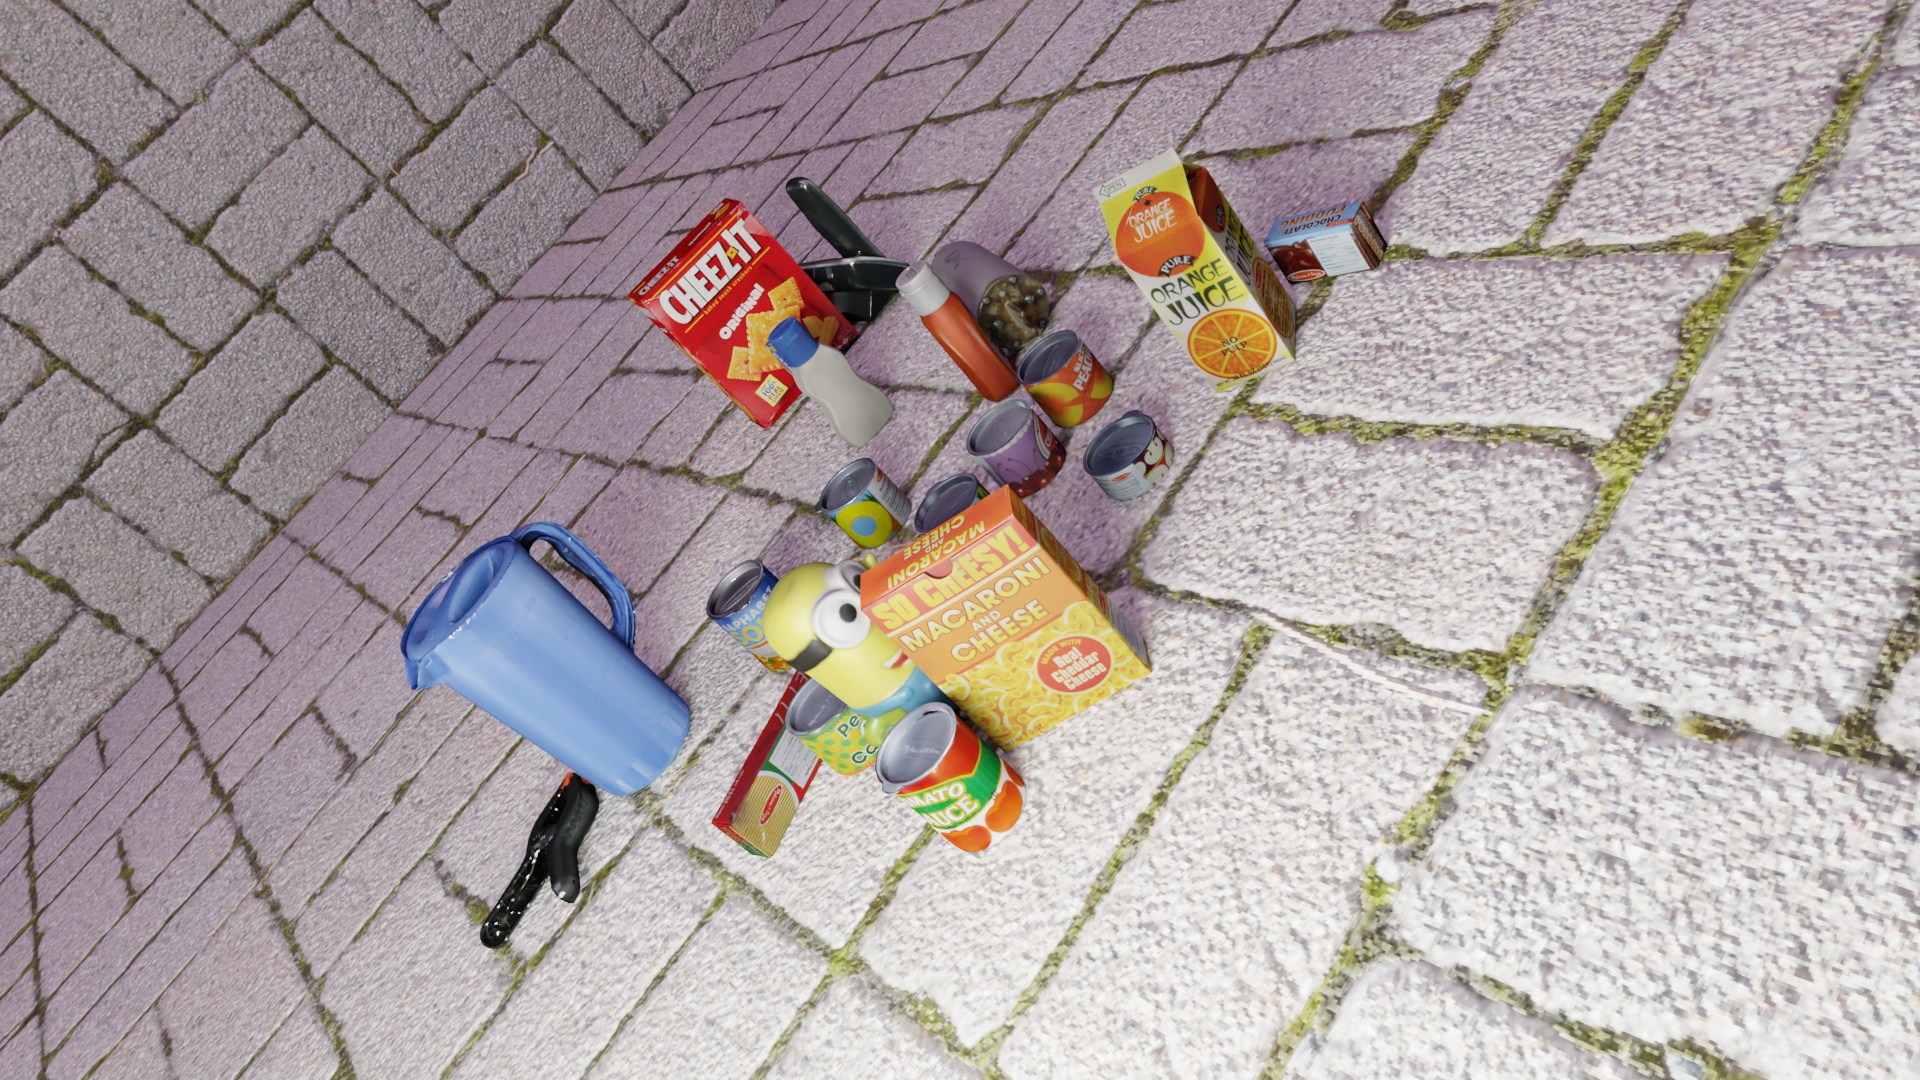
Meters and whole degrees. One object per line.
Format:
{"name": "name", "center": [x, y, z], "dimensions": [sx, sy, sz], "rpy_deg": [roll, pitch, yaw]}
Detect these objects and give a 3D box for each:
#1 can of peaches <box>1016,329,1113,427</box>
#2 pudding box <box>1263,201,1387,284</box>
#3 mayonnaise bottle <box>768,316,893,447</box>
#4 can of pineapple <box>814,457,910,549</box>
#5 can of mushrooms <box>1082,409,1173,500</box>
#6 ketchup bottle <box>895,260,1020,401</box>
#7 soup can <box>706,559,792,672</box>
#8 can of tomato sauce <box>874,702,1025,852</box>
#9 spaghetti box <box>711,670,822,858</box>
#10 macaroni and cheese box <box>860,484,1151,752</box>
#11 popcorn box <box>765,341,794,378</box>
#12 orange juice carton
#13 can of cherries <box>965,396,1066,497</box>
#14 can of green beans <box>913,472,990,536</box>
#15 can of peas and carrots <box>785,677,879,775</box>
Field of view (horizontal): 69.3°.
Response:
{"name": "can of peaches", "center": [0.094, -0.141, 1.215], "dimensions": [0.071, 0.058, 0.071], "rpy_deg": [-30, 33, 21]}
{"name": "pudding box", "center": [0.292, -0.238, 1.115], "dimensions": [0.083, 0.049, 0.030], "rpy_deg": [-2, 49, 48]}
{"name": "mayonnaise bottle", "center": [-0.135, -0.165, 1.420], "dimensions": [0.065, 0.147, 0.041], "rpy_deg": [-48, 30, -9]}
{"name": "can of pineapple", "center": [-0.090, -0.033, 1.291], "dimensions": [0.071, 0.057, 0.071], "rpy_deg": [-30, 33, 21]}
{"name": "can of mushrooms", "center": [0.134, -0.068, 1.099], "dimensions": [0.071, 0.033, 0.071], "rpy_deg": [-29, 33, 21]}
{"name": "ketchup bottle", "center": [-0.003, -0.198, 1.308], "dimensions": [0.043, 0.148, 0.065], "rpy_deg": [-40, 30, 6]}
{"name": "soup can", "center": [-0.173, 0.069, 1.232], "dimensions": [0.071, 0.083, 0.072], "rpy_deg": [-30, 33, 21]}
{"name": "can of tomato sauce", "center": [-0.006, 0.160, 0.925], "dimensions": [0.071, 0.083, 0.071], "rpy_deg": [-30, 33, 21]}
{"name": "spaghetti box", "center": [-0.118, 0.134, 1.120], "dimensions": [0.028, 0.050, 0.251], "rpy_deg": [-9, 44, 44]}
{"name": "macaroni and cheese box", "center": [0.032, 0.057, 0.929], "dimensions": [0.123, 0.166, 0.040], "rpy_deg": [-32, 32, 18]}
{"name": "popcorn box", "center": [-0.162, -0.185, 1.540], "dimensions": [0.038, 0.085, 0.127], "rpy_deg": [-44, 30, -1]}
{"name": "orange juice carton", "center": [0.182, -0.213, 1.069], "dimensions": [0.071, 0.192, 0.073], "rpy_deg": [-22, 36, 32]}
{"name": "can of cherries", "center": [0.050, -0.080, 1.187], "dimensions": [0.071, 0.058, 0.072], "rpy_deg": [-30, 33, 21]}
{"name": "can of green beans", "center": [0.005, -0.013, 1.156], "dimensions": [0.071, 0.057, 0.071], "rpy_deg": [-30, 33, 21]}
{"name": "can of peas and carrots", "center": [-0.090, 0.139, 1.072], "dimensions": [0.071, 0.058, 0.071], "rpy_deg": [-30, 33, 21]}
